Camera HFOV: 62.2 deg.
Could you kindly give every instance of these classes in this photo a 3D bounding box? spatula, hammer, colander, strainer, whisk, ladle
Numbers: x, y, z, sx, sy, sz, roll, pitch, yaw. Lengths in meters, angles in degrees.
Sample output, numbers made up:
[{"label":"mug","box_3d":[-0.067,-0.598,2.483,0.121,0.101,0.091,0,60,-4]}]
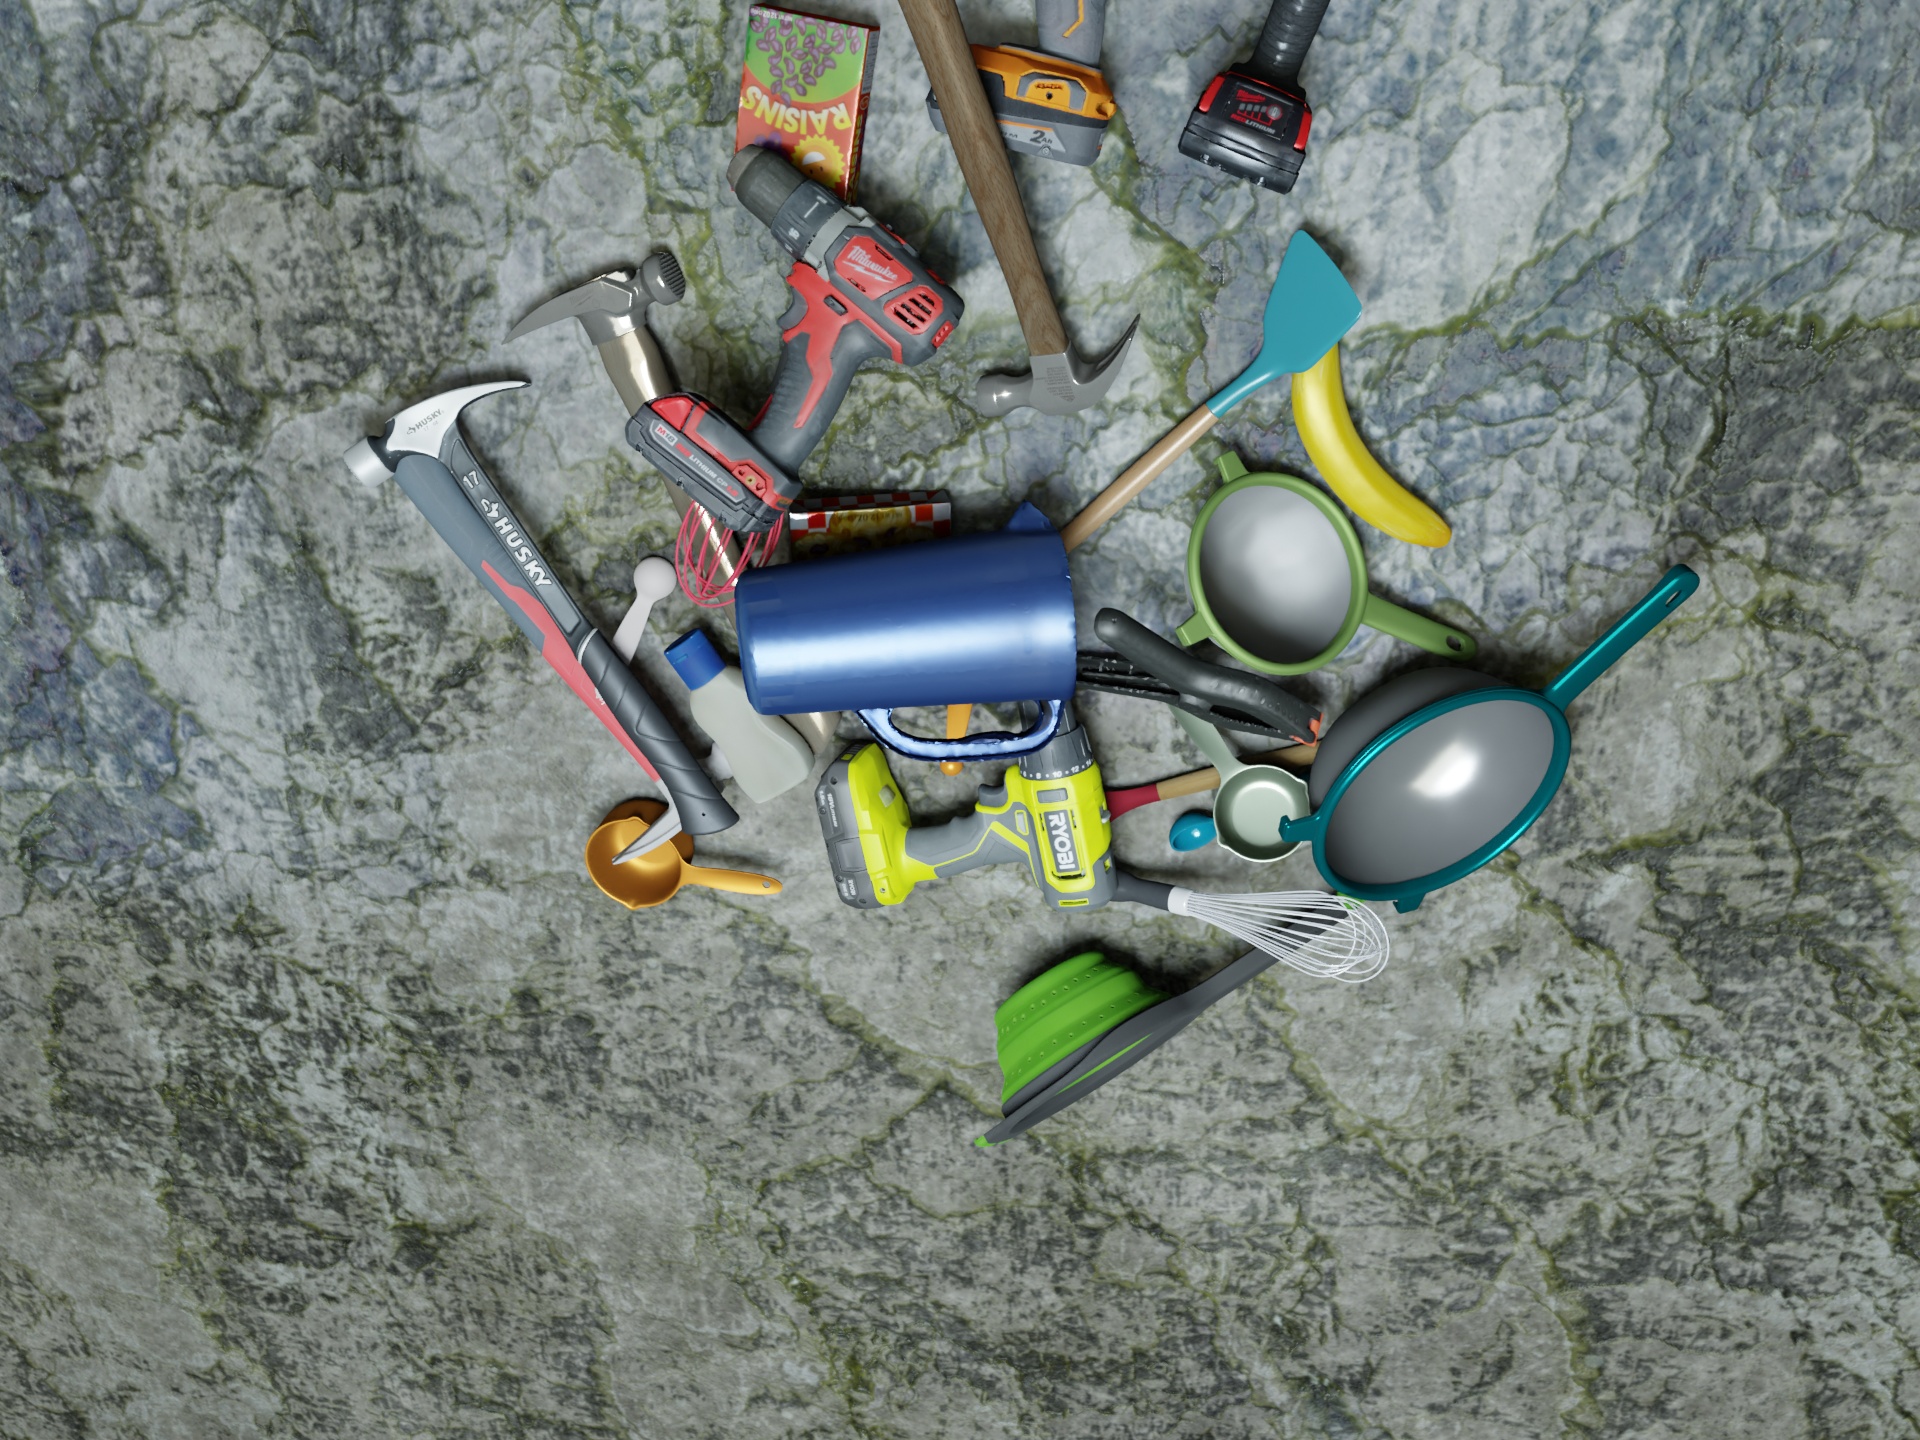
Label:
[{"label":"spatula","box_3d":[0.158,-0.212,1.158,0.317,0.044,0.082,-41,64,27]},{"label":"hammer","box_3d":[-0.207,-0.149,1.254,0.146,0.038,0.410,-16,113,18]},{"label":"hammer","box_3d":[0.028,-0.339,1.049,0.130,0.031,0.331,-1,138,24]},{"label":"colander","box_3d":[0.163,0.214,1.341,0.397,0.204,0.095,-35,72,6]},{"label":"hammer","box_3d":[-0.345,-0.063,1.292,0.143,0.038,0.386,-41,102,-8]},{"label":"strainer","box_3d":[0.387,-0.011,1.188,0.340,0.095,0.210,-45,132,17]},{"label":"whisk","box_3d":[-0.139,-0.220,1.171,0.073,0.073,0.296,22,101,-2]},{"label":"hammer","box_3d":[-0.301,-0.079,1.255,0.149,0.036,0.408,-33,102,0]},{"label":"whisk","box_3d":[0.207,0.153,1.276,0.285,0.070,0.070,10,121,35]},{"label":"ladle","box_3d":[0.187,0.052,1.297,0.315,0.031,0.069,-16,112,14]},{"label":"strainer","box_3d":[0.268,-0.088,1.195,0.256,0.069,0.151,19,76,-19]}]

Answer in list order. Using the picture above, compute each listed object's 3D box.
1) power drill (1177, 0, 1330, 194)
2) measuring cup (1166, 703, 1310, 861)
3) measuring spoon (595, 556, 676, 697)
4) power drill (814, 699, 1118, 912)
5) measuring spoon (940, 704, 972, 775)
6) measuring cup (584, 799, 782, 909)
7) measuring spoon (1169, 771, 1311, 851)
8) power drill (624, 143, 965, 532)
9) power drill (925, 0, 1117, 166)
[{"label":"power drill","box_3d":[0.213,-0.449,0.980,0.078,0.143,0.219,22,120,1]},{"label":"measuring cup","box_3d":[0.213,0.039,1.263,0.083,0.038,0.168,-36,75,5]},{"label":"measuring spoon","box_3d":[-0.264,-0.074,1.280,0.034,0.018,0.124,25,90,-14]},{"label":"power drill","box_3d":[0.005,0.064,1.285,0.228,0.080,0.190,-7,106,19]},{"label":"measuring spoon","box_3d":[-0.002,-0.004,1.305,0.021,0.011,0.116,10,117,4]},{"label":"measuring cup","box_3d":[-0.235,0.119,1.383,0.173,0.052,0.095,9,117,2]},{"label":"measuring spoon","box_3d":[0.227,0.068,1.303,0.128,0.021,0.042,-29,145,12]},{"label":"power drill","box_3d":[-0.133,-0.262,1.095,0.188,0.080,0.226,41,98,-1]},{"label":"power drill","box_3d":[0.045,-0.490,1.023,0.164,0.084,0.226,15,114,4]}]
